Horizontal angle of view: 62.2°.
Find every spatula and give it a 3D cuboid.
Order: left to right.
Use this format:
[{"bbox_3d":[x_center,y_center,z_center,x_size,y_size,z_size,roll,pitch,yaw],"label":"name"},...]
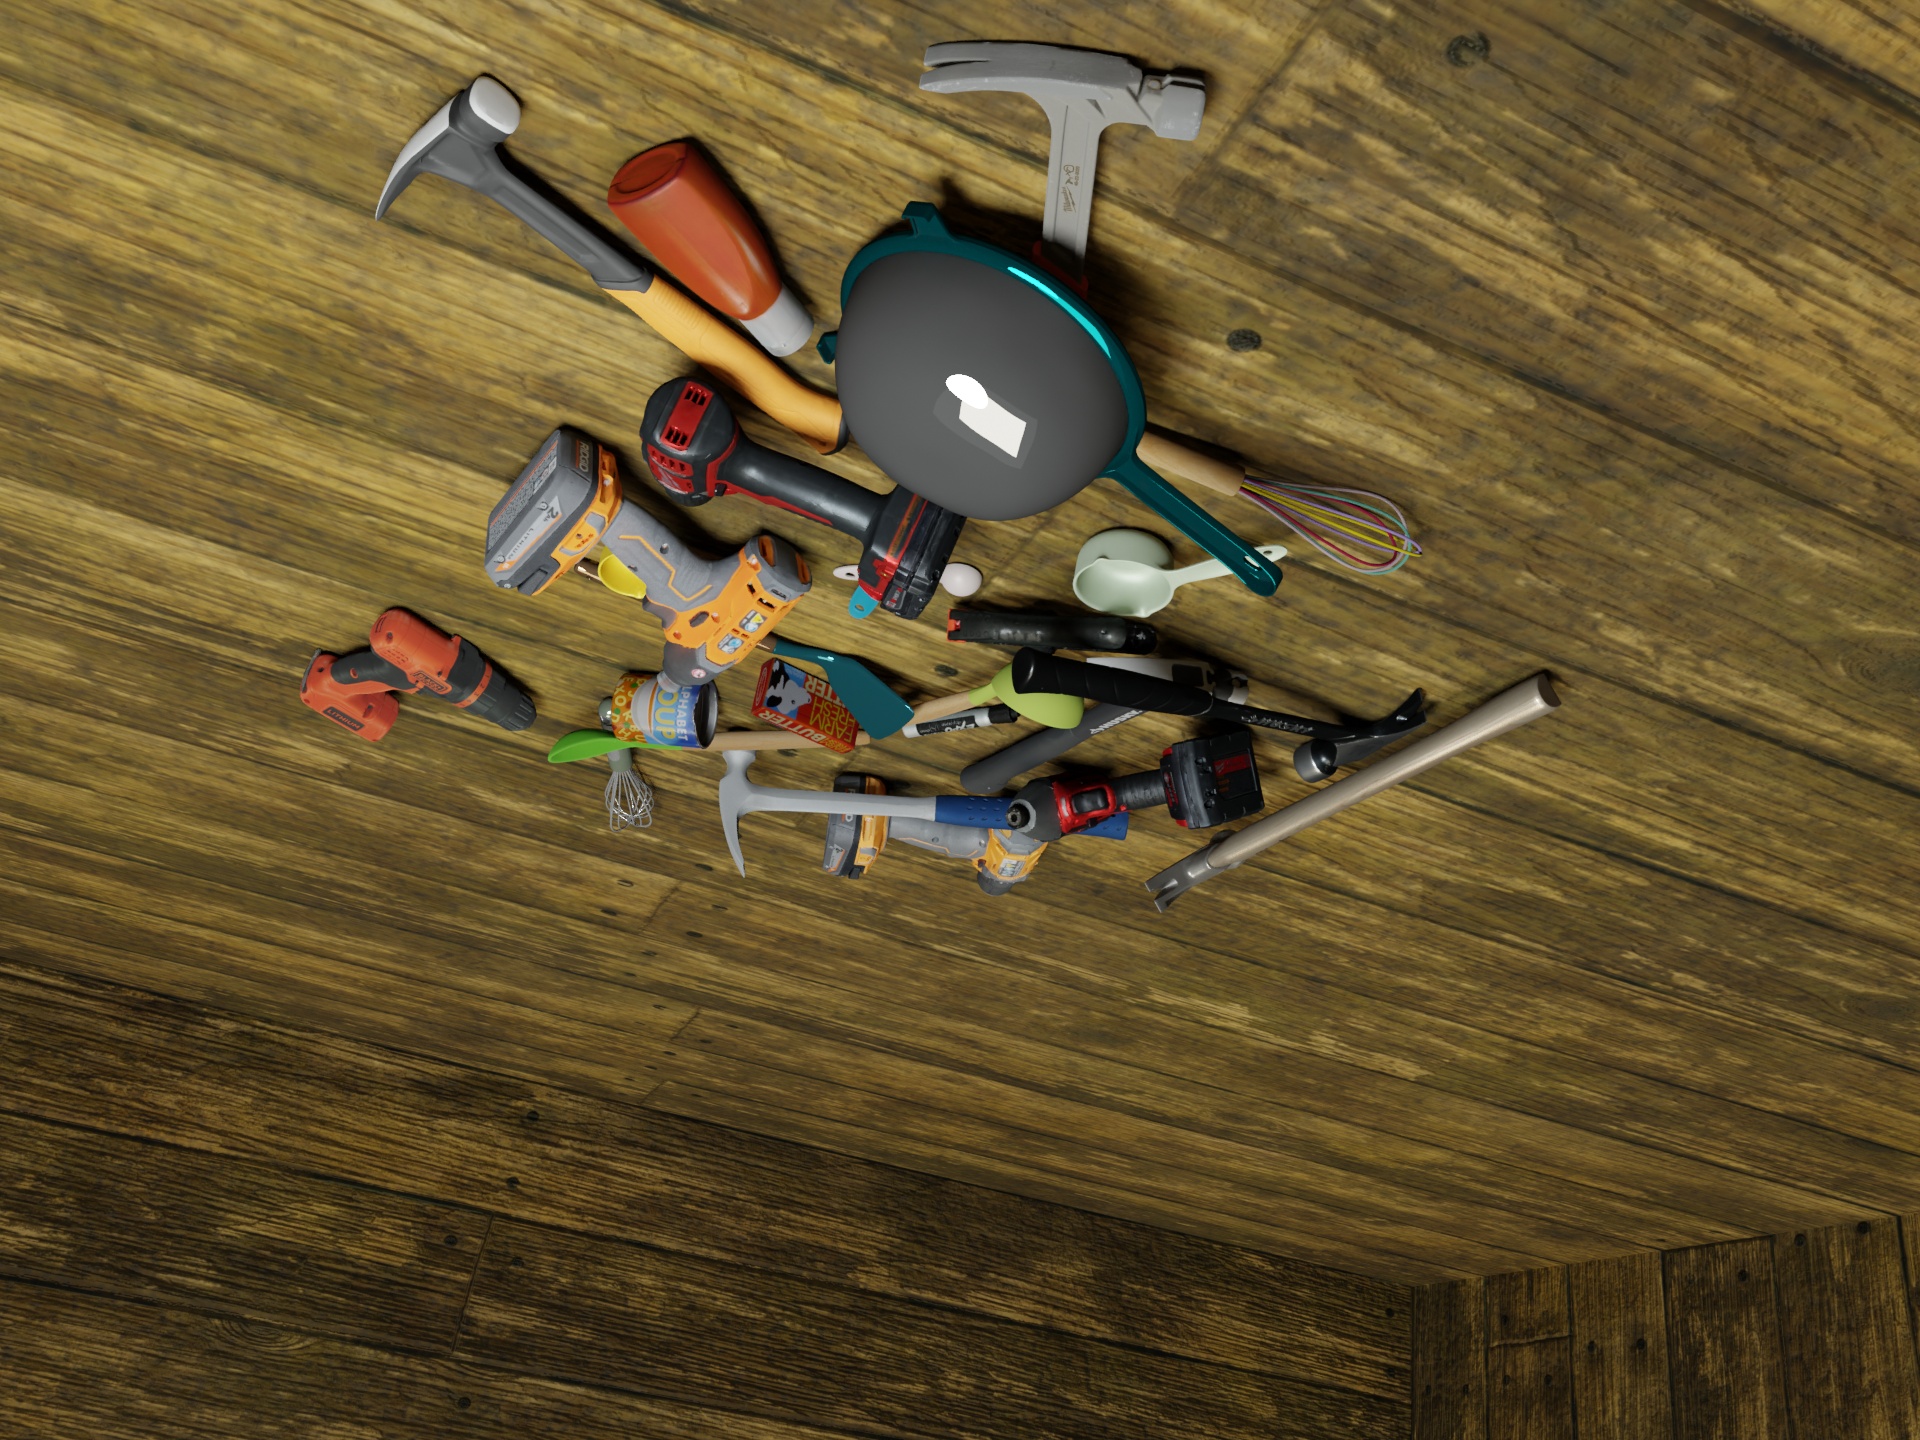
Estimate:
[{"bbox_3d":[-0.188,-0.066,1.388,0.317,0.044,0.082,22,153,-21],"label":"spatula"}]

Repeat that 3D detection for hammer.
[{"bbox_3d":[-0.203,-0.268,1.026,0.127,0.034,0.336,-19,141,40],"label":"hammer"},{"bbox_3d":[-0.036,0.092,1.574,0.405,0.144,0.035,4,156,-4],"label":"hammer"},{"bbox_3d":[0.050,-0.253,0.977,0.149,0.037,0.358,8,152,3],"label":"hammer"},{"bbox_3d":[0.096,0.011,1.433,0.146,0.035,0.335,6,160,-31],"label":"hammer"},{"bbox_3d":[0.207,-0.011,1.282,0.408,0.036,0.149,10,153,-36],"label":"hammer"},{"bbox_3d":[0.337,0.066,1.396,0.146,0.038,0.410,-23,171,-47],"label":"hammer"}]

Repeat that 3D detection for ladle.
[{"bbox_3d":[-0.002,-0.004,1.387,0.078,0.062,0.320,12,166,-30],"label":"ladle"}]

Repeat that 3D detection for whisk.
[{"bbox_3d":[-0.352,0.048,1.652,0.058,0.059,0.246,33,151,14],"label":"whisk"},{"bbox_3d":[0.211,-0.158,1.106,0.245,0.047,0.051,20,139,-11],"label":"whisk"}]

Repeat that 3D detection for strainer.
[{"bbox_3d":[0.052,-0.154,0.988,0.340,0.095,0.211,35,157,-11],"label":"strainer"}]

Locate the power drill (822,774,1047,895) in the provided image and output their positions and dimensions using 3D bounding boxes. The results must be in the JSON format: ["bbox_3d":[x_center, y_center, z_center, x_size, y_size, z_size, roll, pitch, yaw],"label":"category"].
[{"bbox_3d":[-0.029,0.131,1.676,0.226,0.084,0.185,7,154,-6],"label":"power drill"}]

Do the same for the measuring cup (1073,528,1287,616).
[{"bbox_3d":[0.164,-0.122,1.188,0.167,0.038,0.083,-11,146,29],"label":"measuring cup"}]

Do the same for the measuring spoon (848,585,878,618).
[{"bbox_3d":[-0.063,-0.119,1.272,0.042,0.021,0.128,29,148,-8],"label":"measuring spoon"}]

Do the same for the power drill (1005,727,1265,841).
[{"bbox_3d":[0.152,0.067,1.452,0.220,0.078,0.143,-13,178,37],"label":"power drill"}]

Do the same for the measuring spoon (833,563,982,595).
[{"bbox_3d":[-0.044,-0.112,1.285,0.124,0.018,0.034,3,152,12],"label":"measuring spoon"}]

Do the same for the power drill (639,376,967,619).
[{"bbox_3d":[-0.117,-0.154,1.117,0.226,0.080,0.188,24,171,-6],"label":"power drill"}]

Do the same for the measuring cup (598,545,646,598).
[{"bbox_3d":[-0.217,-0.132,1.304,0.156,0.029,0.062,-3,146,-2],"label":"measuring cup"}]

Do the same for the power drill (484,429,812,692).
[{"bbox_3d":[-0.251,-0.110,1.241,0.226,0.084,0.164,28,122,-33],"label":"power drill"}]

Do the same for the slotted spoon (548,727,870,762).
[{"bbox_3d":[-0.244,0.020,1.547,0.314,0.031,0.070,-2,169,1],"label":"slotted spoon"}]
